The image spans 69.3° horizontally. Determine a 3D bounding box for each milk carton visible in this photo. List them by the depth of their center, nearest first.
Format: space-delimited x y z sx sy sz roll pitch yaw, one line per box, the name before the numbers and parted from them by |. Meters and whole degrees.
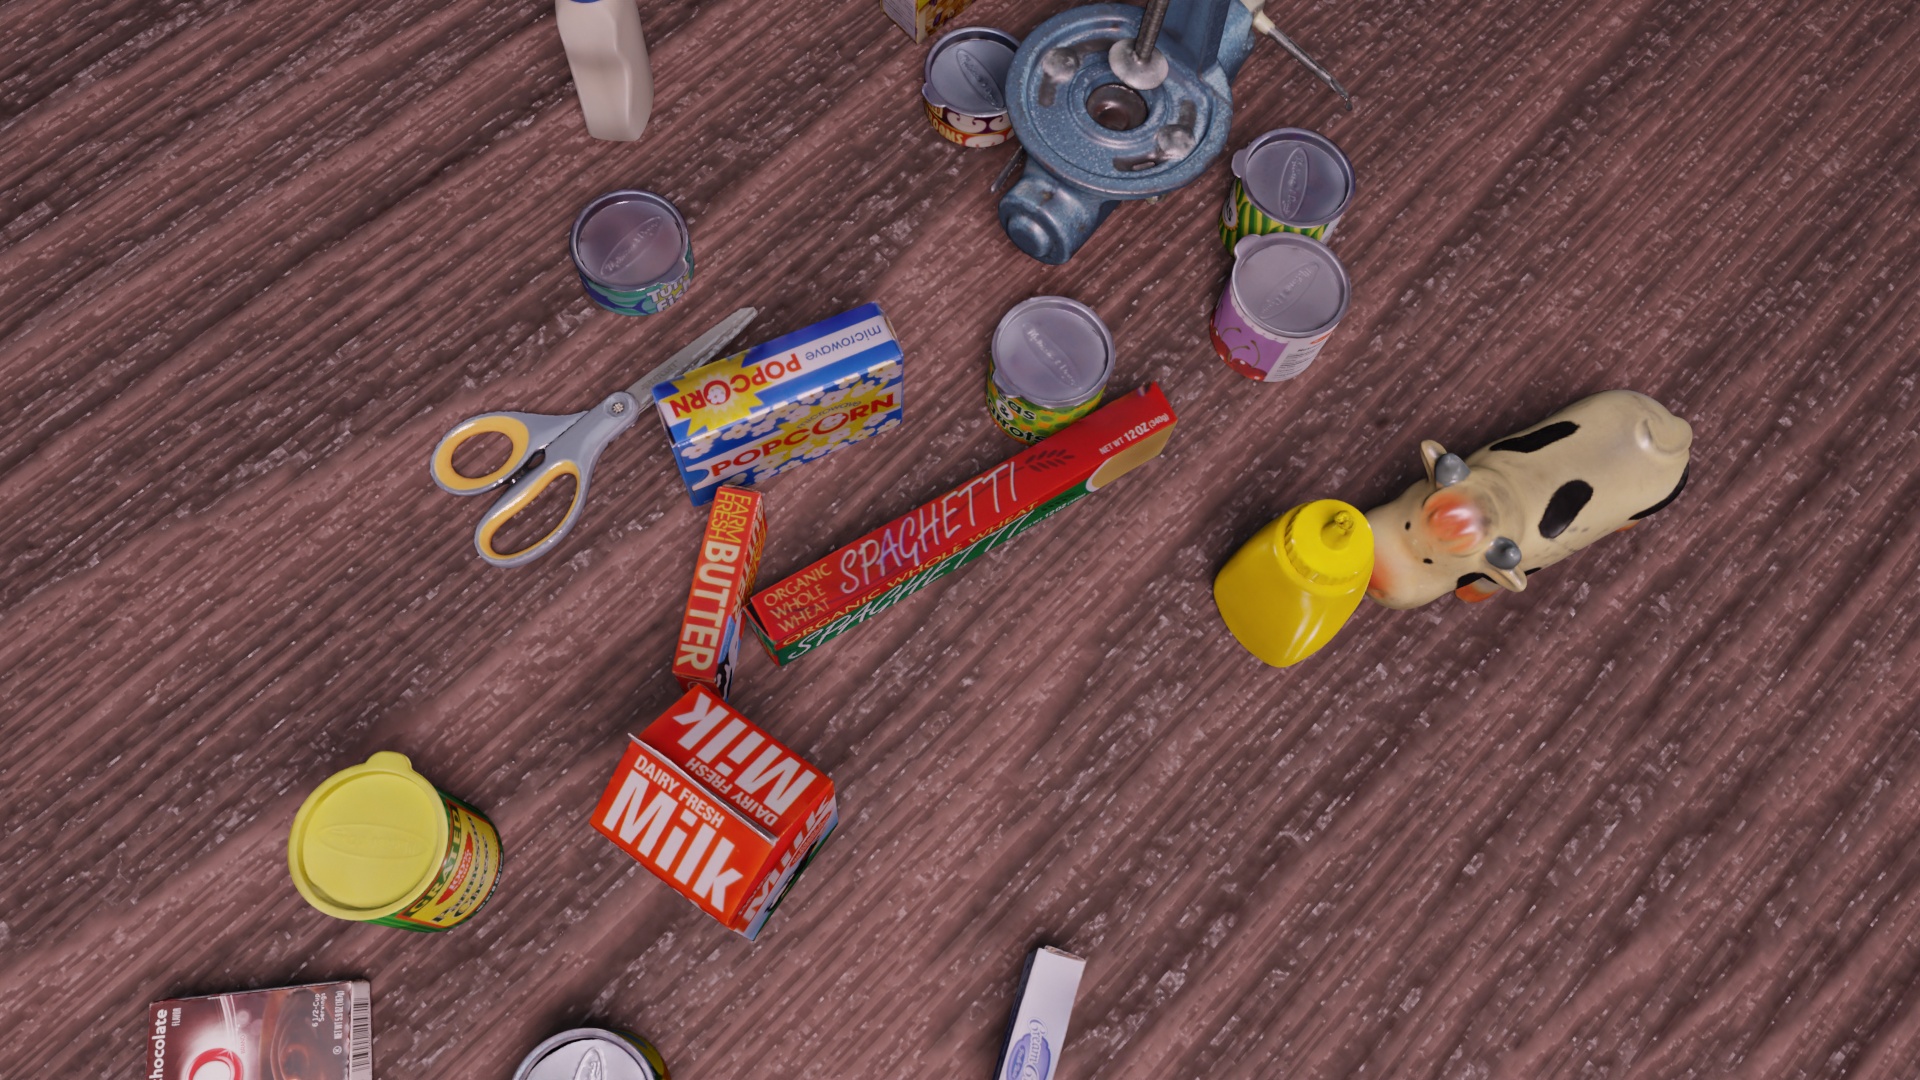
milk carton | -0.104 0.122 0.609 0.072 0.190 0.073 34 72 8

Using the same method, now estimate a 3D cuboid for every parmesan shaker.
parmesan shaker | -0.254 0.141 0.639 0.071 0.102 0.071 1 71 -3

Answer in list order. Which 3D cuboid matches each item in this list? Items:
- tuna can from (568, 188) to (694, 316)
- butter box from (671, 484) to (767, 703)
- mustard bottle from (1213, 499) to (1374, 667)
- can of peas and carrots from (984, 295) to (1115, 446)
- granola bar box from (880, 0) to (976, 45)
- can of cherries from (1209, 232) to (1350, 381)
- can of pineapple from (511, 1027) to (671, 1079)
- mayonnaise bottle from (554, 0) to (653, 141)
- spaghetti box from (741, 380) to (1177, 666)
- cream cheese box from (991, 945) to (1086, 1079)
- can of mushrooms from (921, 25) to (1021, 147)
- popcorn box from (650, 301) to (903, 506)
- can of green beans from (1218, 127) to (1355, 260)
tuna can | -0.183 -0.161 0.787 0.071 0.032 0.071 1 71 -3
butter box | -0.122 0.028 0.713 0.024 0.053 0.104 10 70 0
mustard bottle | 0.169 0.016 0.680 0.049 0.159 0.065 -35 77 -14
can of peas and carrots | 0.046 -0.090 0.763 0.071 0.058 0.071 1 71 -3
granola bar box | 0.022 -0.394 0.834 0.166 0.123 0.039 -42 78 -16
can of cherries | 0.178 -0.133 0.787 0.071 0.058 0.071 1 71 -3
can of pineapple | -0.165 0.256 0.628 0.071 0.057 0.071 1 71 -3
mayonnaise bottle | -0.201 -0.288 0.770 0.041 0.147 0.065 3 71 -2
spaghetti box | 0.003 -0.009 0.736 0.251 0.050 0.029 -29 75 -13
cream cheese box | 0.030 0.244 0.647 0.024 0.053 0.104 18 71 3
can of mushrooms | 0.008 -0.273 0.839 0.071 0.033 0.071 1 71 -3
popcorn box | -0.093 -0.071 0.733 0.127 0.085 0.038 -23 74 -11
can of green beans | 0.189 -0.196 0.810 0.071 0.057 0.071 1 71 -3
